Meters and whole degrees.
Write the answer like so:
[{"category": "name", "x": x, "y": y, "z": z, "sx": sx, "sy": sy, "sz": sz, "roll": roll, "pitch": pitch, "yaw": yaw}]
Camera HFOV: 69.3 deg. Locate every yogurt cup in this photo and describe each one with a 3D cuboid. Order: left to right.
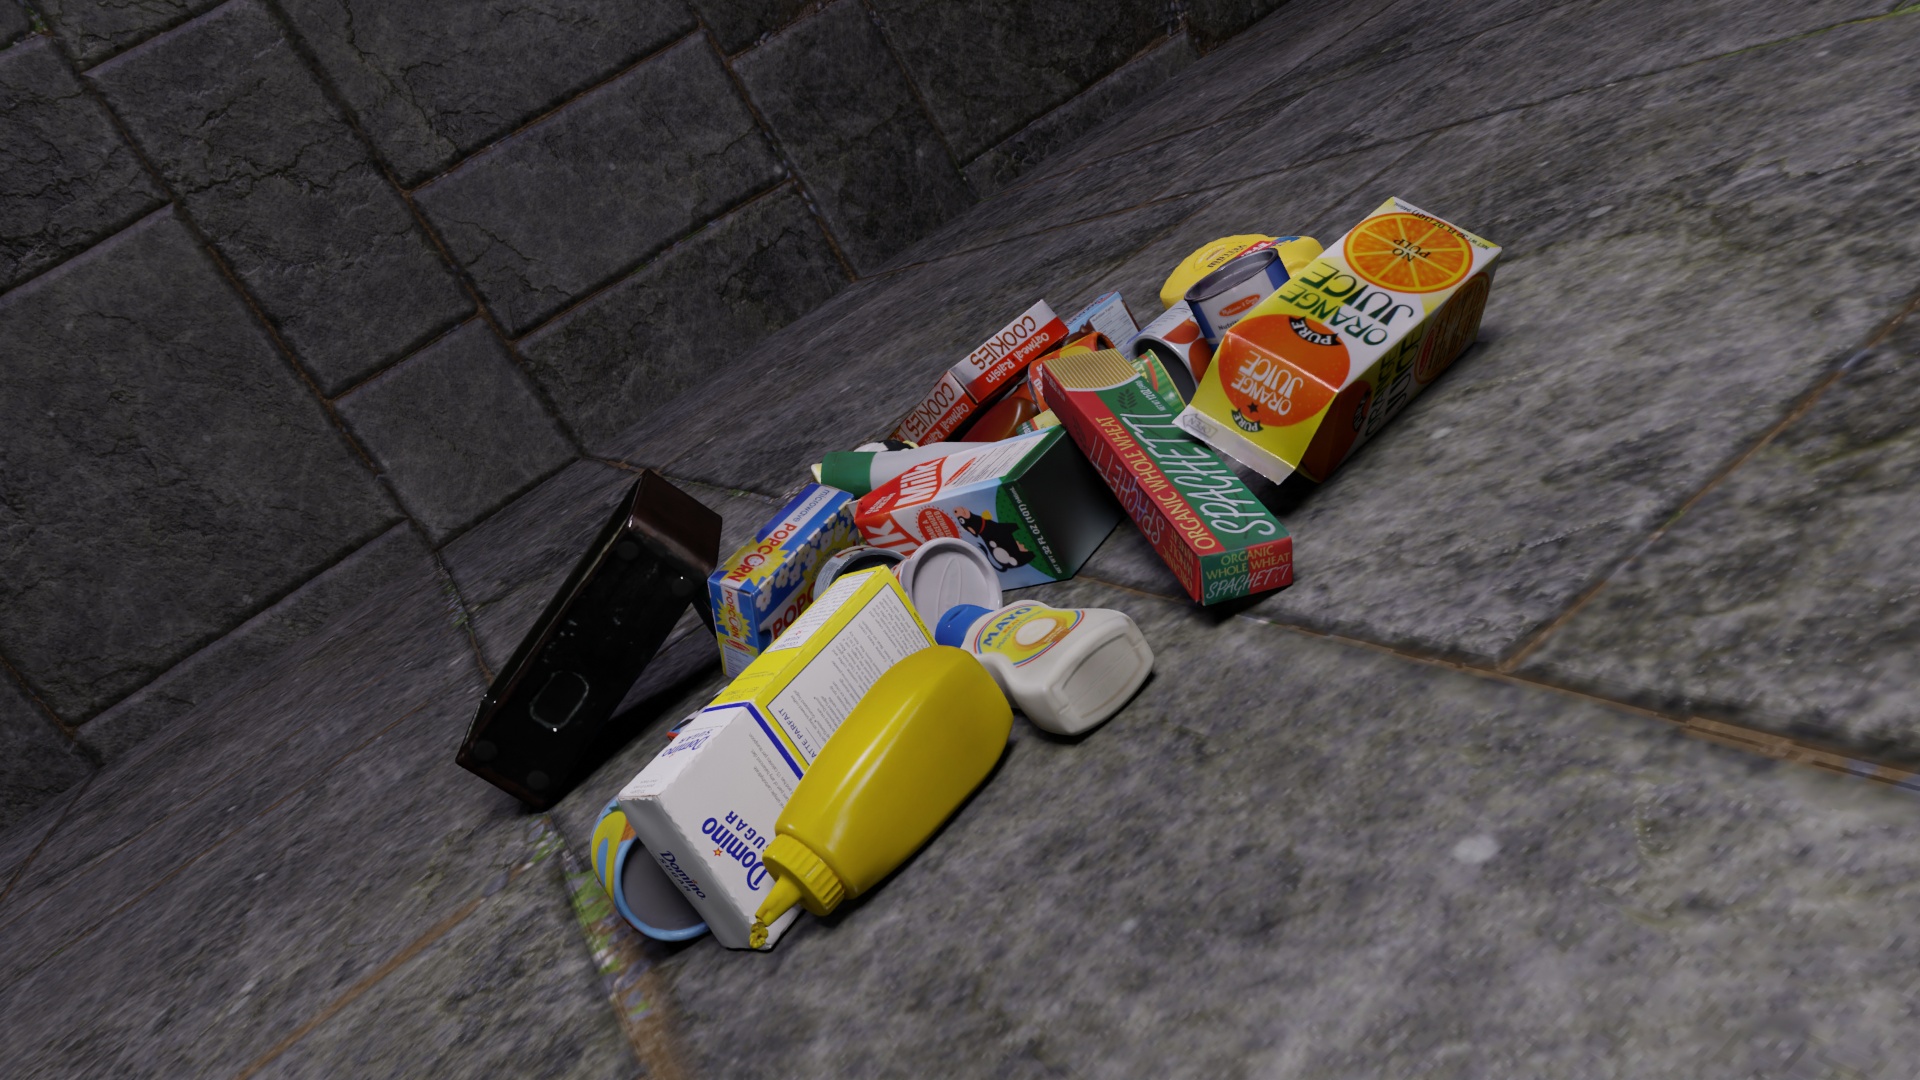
[{"category": "yogurt cup", "x": -0.017, "y": 0.037, "z": 0.806, "sx": 0.073, "sy": 0.072, "sz": 0.053, "roll": -44, "pitch": 13, "yaw": -37}]

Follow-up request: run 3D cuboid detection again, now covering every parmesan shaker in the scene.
[{"category": "parmesan shaker", "x": 0.096, "y": -0.070, "z": 0.909, "sx": 0.103, "sy": 0.071, "sz": 0.071, "roll": -30, "pitch": 17, "yaw": 6}]

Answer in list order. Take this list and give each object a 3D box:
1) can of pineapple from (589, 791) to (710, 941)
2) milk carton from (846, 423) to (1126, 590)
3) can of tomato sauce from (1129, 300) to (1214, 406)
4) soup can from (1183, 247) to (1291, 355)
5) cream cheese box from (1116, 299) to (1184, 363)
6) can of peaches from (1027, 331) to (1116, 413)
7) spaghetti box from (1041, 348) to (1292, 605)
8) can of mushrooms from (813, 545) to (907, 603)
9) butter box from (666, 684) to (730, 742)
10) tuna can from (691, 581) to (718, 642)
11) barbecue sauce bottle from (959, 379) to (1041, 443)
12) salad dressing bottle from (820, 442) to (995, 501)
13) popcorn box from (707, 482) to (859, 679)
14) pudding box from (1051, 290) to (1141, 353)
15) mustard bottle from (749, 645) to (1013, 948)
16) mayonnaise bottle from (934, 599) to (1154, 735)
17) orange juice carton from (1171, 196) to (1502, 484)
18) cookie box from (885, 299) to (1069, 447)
[{"category": "can of pineapple", "x": -0.143, "y": 0.157, "z": 0.678, "sx": 0.071, "sy": 0.071, "sz": 0.058, "roll": -37, "pitch": 17, "yaw": -18}, {"category": "milk carton", "x": 0.003, "y": -0.011, "z": 0.891, "sx": 0.190, "sy": 0.072, "sz": 0.074, "roll": -12, "pitch": 25, "yaw": 45}, {"category": "can of tomato sauce", "x": 0.171, "y": -0.136, "z": 0.972, "sx": 0.083, "sy": 0.071, "sz": 0.071, "roll": -38, "pitch": 18, "yaw": -22}, {"category": "soup can", "x": 0.194, "y": -0.139, "z": 0.905, "sx": 0.071, "sy": 0.083, "sz": 0.071, "roll": -28, "pitch": 17, "yaw": 9}, {"category": "cream cheese box", "x": 0.145, "y": -0.128, "z": 1.012, "sx": 0.104, "sy": 0.053, "sz": 0.024, "roll": -38, "pitch": 20, "yaw": -23}, {"category": "can of peaches", "x": 0.091, "y": -0.117, "z": 1.045, "sx": 0.058, "sy": 0.071, "sz": 0.071, "roll": -23, "pitch": 18, "yaw": 24}, {"category": "spaghetti box", "x": 0.104, "y": -0.044, "z": 0.753, "sx": 0.050, "sy": 0.028, "sz": 0.251, "roll": -12, "pitch": 31, "yaw": -9}, {"category": "can of mushrooms", "x": -0.055, "y": 0.037, "z": 0.868, "sx": 0.071, "sy": 0.071, "sz": 0.033, "roll": -36, "pitch": 16, "yaw": -17}, {"category": "butter box", "x": -0.136, "y": 0.115, "z": 0.852, "sx": 0.053, "sy": 0.024, "sz": 0.103, "roll": -40, "pitch": 19, "yaw": -29}, {"category": "tuna can", "x": -0.164, "y": 0.053, "z": 0.996, "sx": 0.033, "sy": 0.071, "sz": 0.071, "roll": -36, "pitch": 17, "yaw": -18}, {"category": "barbecue sauce bottle", "x": 0.033, "y": -0.080, "z": 1.085, "sx": 0.064, "sy": 0.043, "sz": 0.149, "roll": -19, "pitch": 20, "yaw": 35}, {"category": "salad dressing bottle", "x": -0.023, "y": -0.044, "z": 0.975, "sx": 0.147, "sy": 0.064, "sz": 0.044, "roll": 1, "pitch": 65, "yaw": 15}, {"category": "popcorn box", "x": -0.116, "y": 0.029, "z": 0.948, "sx": 0.038, "sy": 0.084, "sz": 0.127, "roll": 17, "pitch": 41, "yaw": 23}, {"category": "pudding box", "x": 0.113, "y": -0.175, "z": 1.204, "sx": 0.084, "sy": 0.049, "sz": 0.030, "roll": -39, "pitch": 17, "yaw": -24}, {"category": "mustard bottle", "x": -0.043, "y": 0.117, "z": 0.622, "sx": 0.161, "sy": 0.065, "sz": 0.049, "roll": -45, "pitch": 25, "yaw": -29}, {"category": "mayonnaise bottle", "x": 0.033, "y": 0.057, "z": 0.697, "sx": 0.065, "sy": 0.041, "sz": 0.148, "roll": -39, "pitch": 19, "yaw": -19}, {"category": "orange juice carton", "x": 0.204, "y": -0.101, "z": 0.756, "sx": 0.193, "sy": 0.072, "sz": 0.072, "roll": -39, "pitch": 57, "yaw": -24}, {"category": "cookie box", "x": 0.008, "y": -0.124, "z": 1.179, "sx": 0.123, "sy": 0.040, "sz": 0.166, "roll": -42, "pitch": 1, "yaw": -32}]
